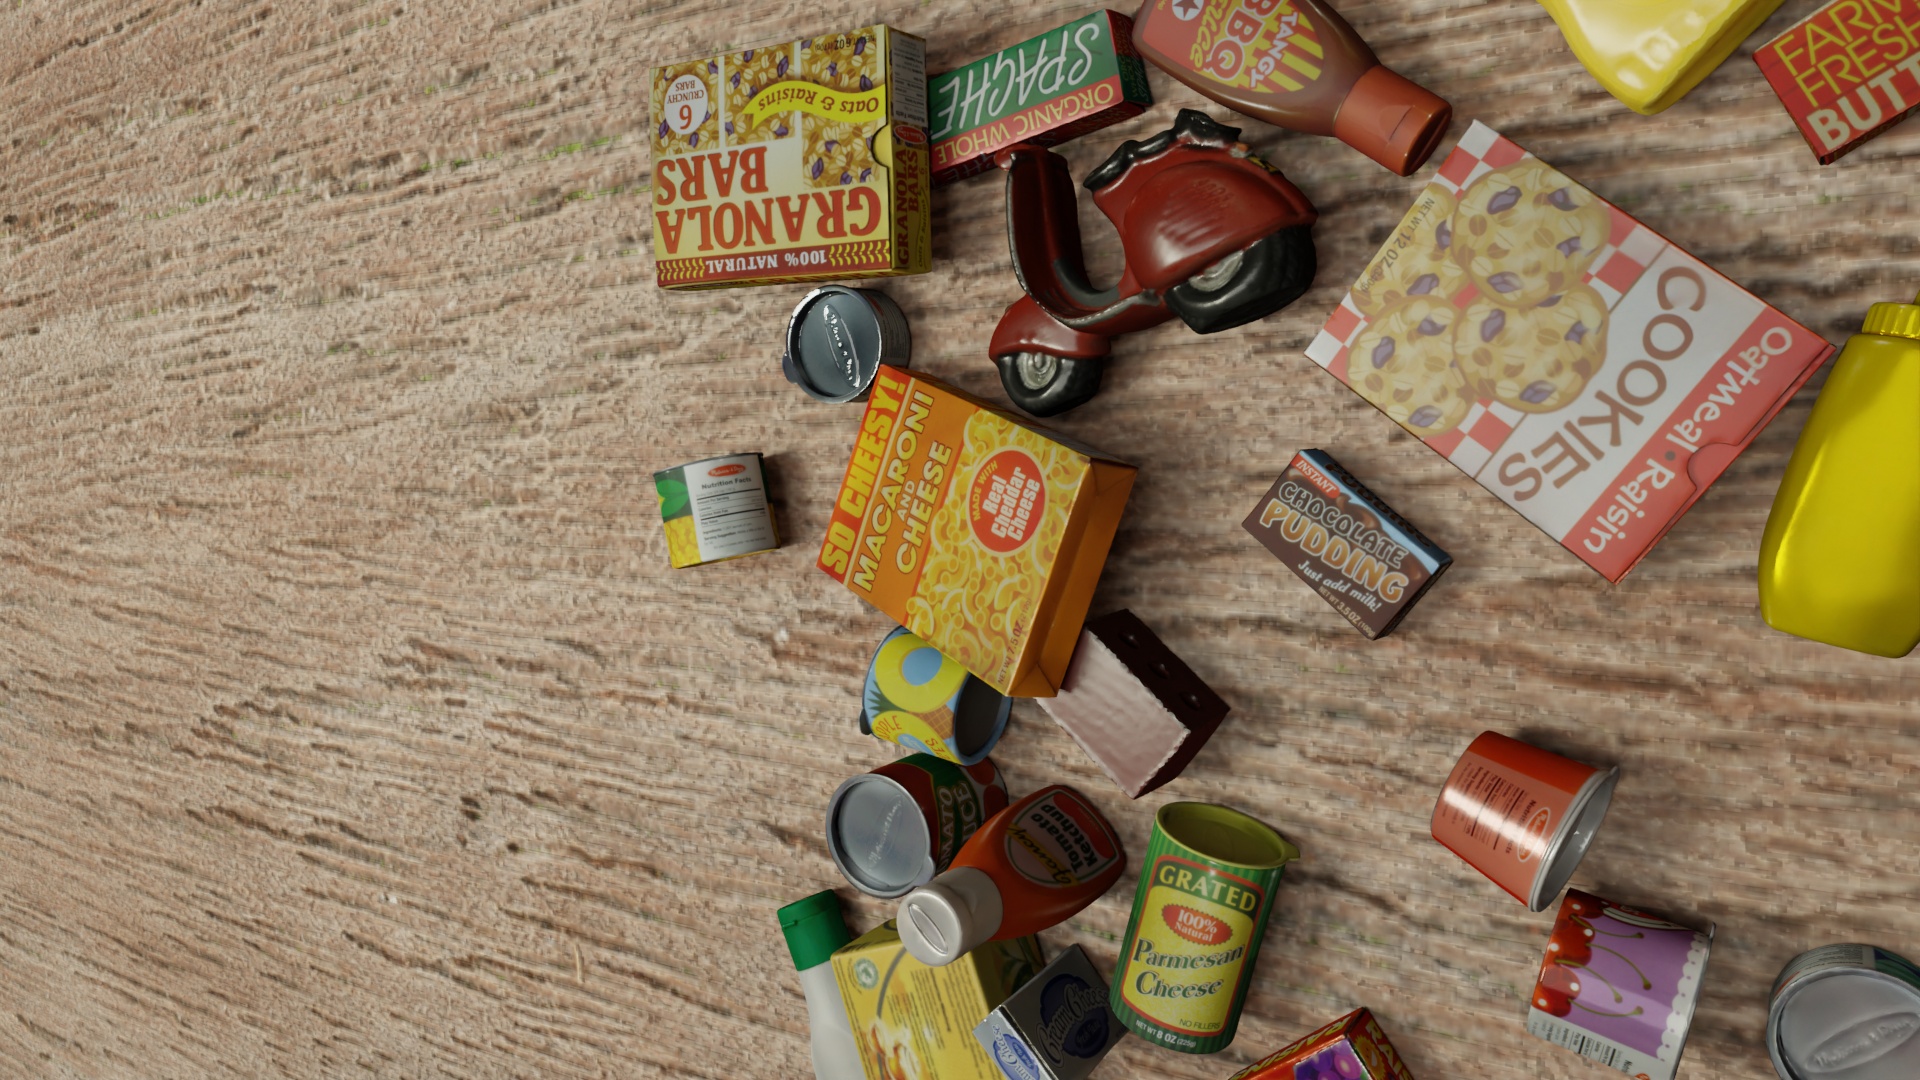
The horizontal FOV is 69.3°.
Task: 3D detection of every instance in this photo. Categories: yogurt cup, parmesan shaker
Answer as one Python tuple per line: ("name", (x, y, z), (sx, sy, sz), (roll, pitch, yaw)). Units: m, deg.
("yogurt cup", (0.242, 0.119, 0.604), (0.054, 0.072, 0.072), (28, 109, 35))
("parmesan shaker", (0.119, 0.191, 0.684), (0.071, 0.071, 0.102), (19, 105, 28))

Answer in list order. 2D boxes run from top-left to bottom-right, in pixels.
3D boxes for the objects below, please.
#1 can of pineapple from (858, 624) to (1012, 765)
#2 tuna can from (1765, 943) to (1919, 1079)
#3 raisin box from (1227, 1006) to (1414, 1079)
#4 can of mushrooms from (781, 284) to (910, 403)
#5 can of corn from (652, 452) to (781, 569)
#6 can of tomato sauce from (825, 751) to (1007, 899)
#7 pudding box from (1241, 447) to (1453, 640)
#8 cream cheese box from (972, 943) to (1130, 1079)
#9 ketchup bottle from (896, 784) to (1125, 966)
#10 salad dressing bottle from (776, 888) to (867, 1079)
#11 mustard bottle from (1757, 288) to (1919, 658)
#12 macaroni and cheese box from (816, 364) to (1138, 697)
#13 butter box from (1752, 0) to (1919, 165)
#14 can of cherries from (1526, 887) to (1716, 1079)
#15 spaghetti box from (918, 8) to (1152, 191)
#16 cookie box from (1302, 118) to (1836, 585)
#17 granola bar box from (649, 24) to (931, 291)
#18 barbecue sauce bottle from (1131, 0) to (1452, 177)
("can of pineapple", (-0.012, 0.085, 0.752), (0.058, 0.071, 0.071), (13, 101, 30))
("tuna can", (0.363, 0.200, 0.556), (0.071, 0.033, 0.071), (3, 97, 31))
("raisin box", (0.191, 0.301, 0.666), (0.085, 0.040, 0.123), (-41, 73, 29))
("can of mushrooms", (-0.065, -0.110, 0.786), (0.071, 0.033, 0.071), (4, 97, 30))
("can of corn", (-0.145, -0.017, 0.826), (0.071, 0.071, 0.058), (-12, 89, 32))
("can of tomato sauce", (-0.021, 0.150, 0.754), (0.071, 0.083, 0.071), (4, 97, 31))
("pudding box", (0.180, 0.001, 0.649), (0.084, 0.030, 0.049), (45, 114, 20))
("cream cheese box", (0.050, 0.248, 0.709), (0.024, 0.104, 0.053), (-45, 74, 20))
("ketchup bottle", (0.024, 0.169, 0.690), (0.065, 0.149, 0.043), (47, 118, 19))
("salad dressing bottle", (-0.066, 0.282, 0.819), (0.064, 0.044, 0.148), (-28, 79, 33))
("mustard bottle", (0.355, -0.038, 0.528), (0.065, 0.049, 0.159), (17, 103, 28))
("macaroni and cheese box", (0.003, -0.009, 0.721), (0.167, 0.040, 0.123), (30, 105, 44))
("butter box", (0.363, -0.193, 0.523), (0.103, 0.024, 0.053), (-33, 77, 29))
("can of cherries", (0.279, 0.186, 0.588), (0.058, 0.071, 0.071), (16, 103, 30))
("spaghetti box", (-0.018, -0.217, 0.750), (0.249, 0.029, 0.050), (-12, 90, 32))
("cookie box", (0.252, -0.080, 0.592), (0.168, 0.040, 0.122), (43, 114, 21))
("granola bar box", (-0.096, -0.203, 0.757), (0.165, 0.039, 0.124), (2, 96, 32))
("barbecue sauce bottle", (0.153, -0.219, 0.637), (0.149, 0.044, 0.064), (40, 112, 22))
